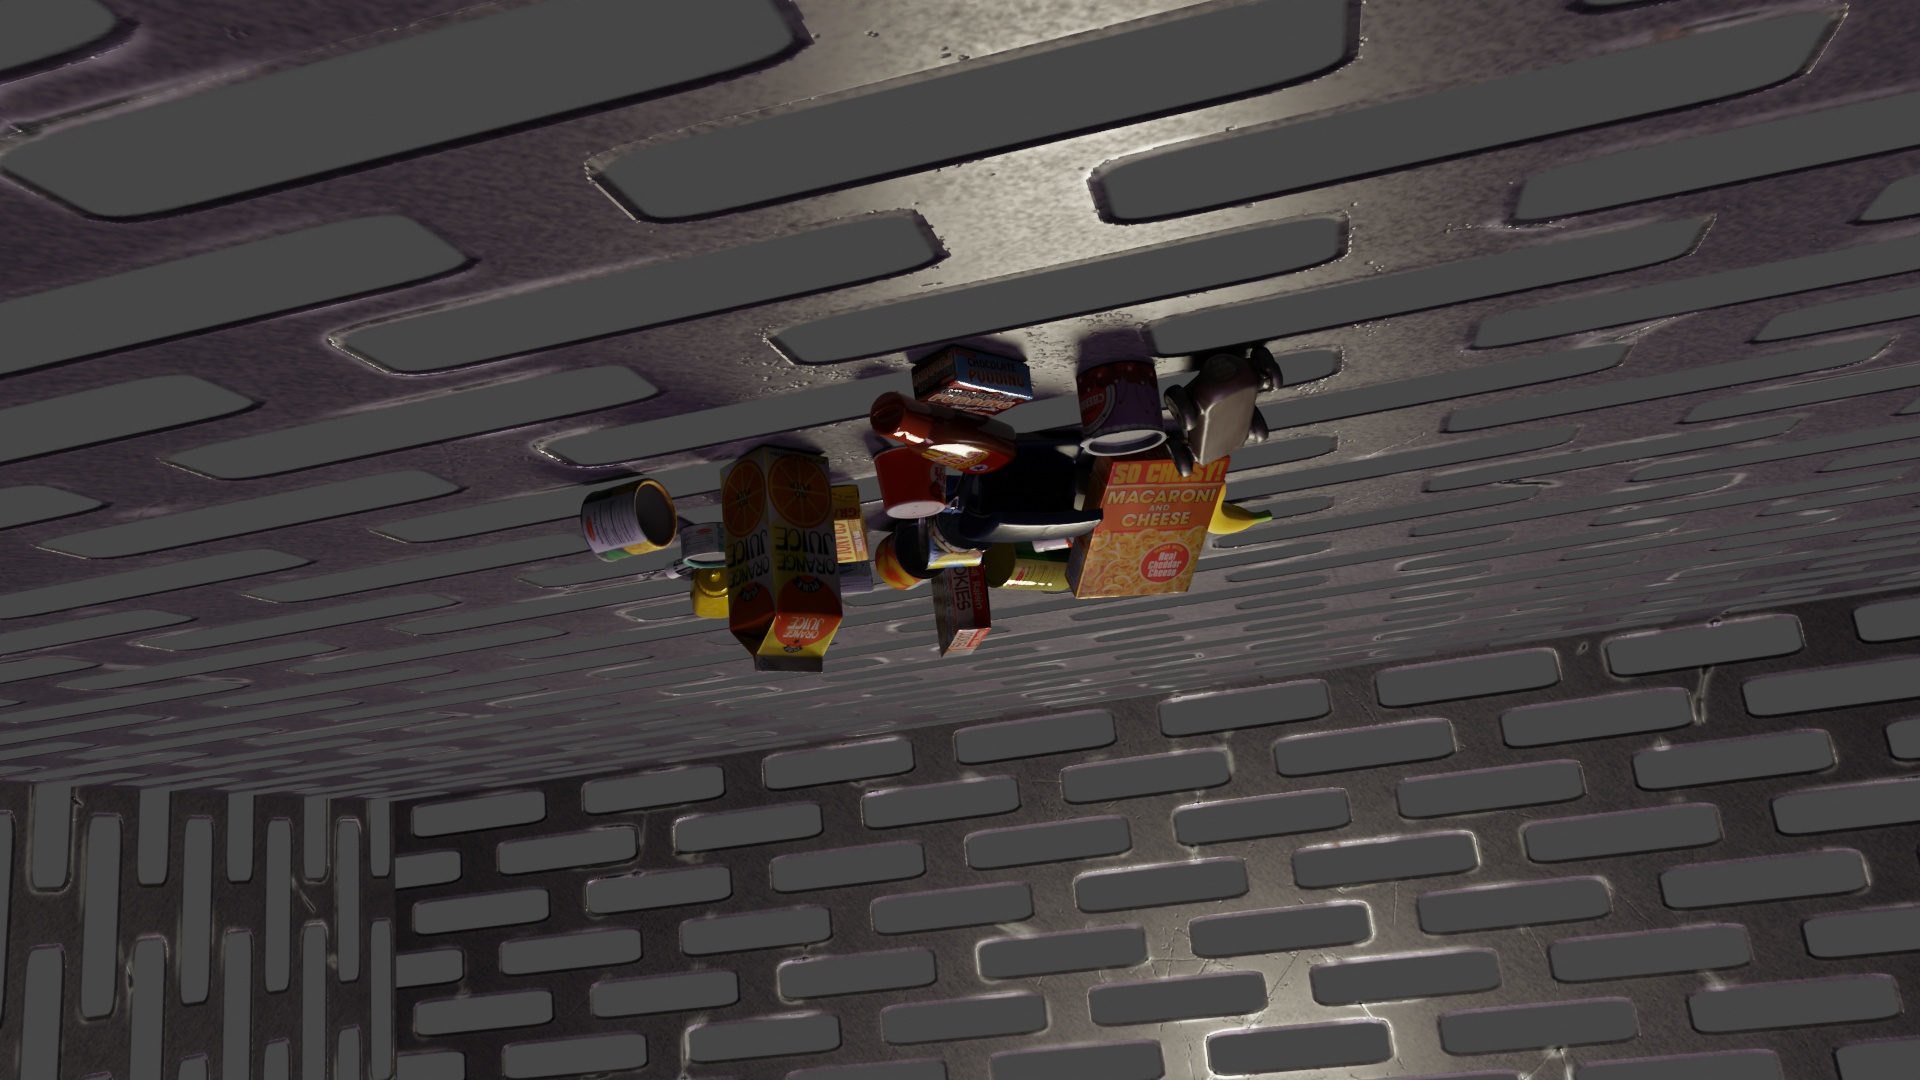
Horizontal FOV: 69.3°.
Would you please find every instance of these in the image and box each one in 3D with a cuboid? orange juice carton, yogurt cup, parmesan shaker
[{"bbox_3d":[-0.156,0.021,1.215,0.072,0.193,0.073,8,159,-42],"label":"orange juice carton"},{"bbox_3d":[-0.043,-0.053,1.261,0.072,0.054,0.072,-6,165,-1],"label":"yogurt cup"},{"bbox_3d":[0.077,0.026,1.604,0.103,0.071,0.071,5,162,-41],"label":"parmesan shaker"}]

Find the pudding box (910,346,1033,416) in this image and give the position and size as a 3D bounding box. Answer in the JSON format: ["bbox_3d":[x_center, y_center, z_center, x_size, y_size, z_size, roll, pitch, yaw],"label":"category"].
[{"bbox_3d":[0.010,-0.121,1.061,0.084,0.030,0.049,7,160,-43],"label":"pudding box"}]

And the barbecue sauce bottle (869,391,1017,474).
[{"bbox_3d":[-0.016,-0.090,1.147,0.064,0.044,0.148,-15,164,32],"label":"barbecue sauce bottle"}]

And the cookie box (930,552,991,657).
[{"bbox_3d":[-0.001,0.058,1.580,0.040,0.123,0.167,-5,166,-9],"label":"cookie box"}]

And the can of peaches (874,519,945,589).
[{"bbox_3d":[-0.054,0.015,1.509,0.071,0.071,0.058,0,165,-26],"label":"can of peaches"}]

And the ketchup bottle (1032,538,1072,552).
[{"bbox_3d":[0.152,-0.017,1.521,0.149,0.043,0.064,-9,166,11],"label":"ketchup bottle"}]

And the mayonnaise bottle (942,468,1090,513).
[{"bbox_3d":[0.052,-0.046,1.361,0.148,0.041,0.064,0,158,-18],"label":"mayonnaise bottle"}]

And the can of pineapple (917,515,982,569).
[{"bbox_3d":[-0.011,-0.005,1.444,0.058,0.071,0.070,-4,166,-11],"label":"can of pineapple"}]

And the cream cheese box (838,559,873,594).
[{"bbox_3d":[-0.154,0.045,1.618,0.104,0.024,0.053,-5,-161,-7],"label":"cream cheese box"}]

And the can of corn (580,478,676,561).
[{"bbox_3d":[-0.297,-0.019,1.255,0.058,0.071,0.071,-13,164,23],"label":"can of corn"}]

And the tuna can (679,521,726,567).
[{"bbox_3d":[-0.255,0.005,1.440,0.071,0.033,0.071,-6,166,-1],"label":"tuna can"}]

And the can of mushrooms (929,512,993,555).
[{"bbox_3d":[0.005,-0.017,1.391,0.071,0.071,0.033,-3,167,-14],"label":"can of mushrooms"}]

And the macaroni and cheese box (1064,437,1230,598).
[{"bbox_3d":[0.177,-0.022,1.338,0.124,0.040,0.165,-3,129,-18],"label":"macaroni and cheese box"}]

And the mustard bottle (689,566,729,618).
[{"bbox_3d":[-0.277,0.052,1.584,0.065,0.049,0.159,-5,165,-10],"label":"mustard bottle"}]

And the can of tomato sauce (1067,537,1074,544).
[{"bbox_3d":[0.150,-0.031,1.417,0.071,0.071,0.083,-2,165,-19],"label":"can of tomato sauce"}]

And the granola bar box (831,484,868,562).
[{"bbox_3d":[-0.159,-0.012,1.402,0.124,0.039,0.165,-5,166,-2],"label":"granola bar box"}]

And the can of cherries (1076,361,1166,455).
[{"bbox_3d":[0.127,-0.106,1.118,0.071,0.058,0.071,-6,167,-1],"label":"can of cherries"}]
